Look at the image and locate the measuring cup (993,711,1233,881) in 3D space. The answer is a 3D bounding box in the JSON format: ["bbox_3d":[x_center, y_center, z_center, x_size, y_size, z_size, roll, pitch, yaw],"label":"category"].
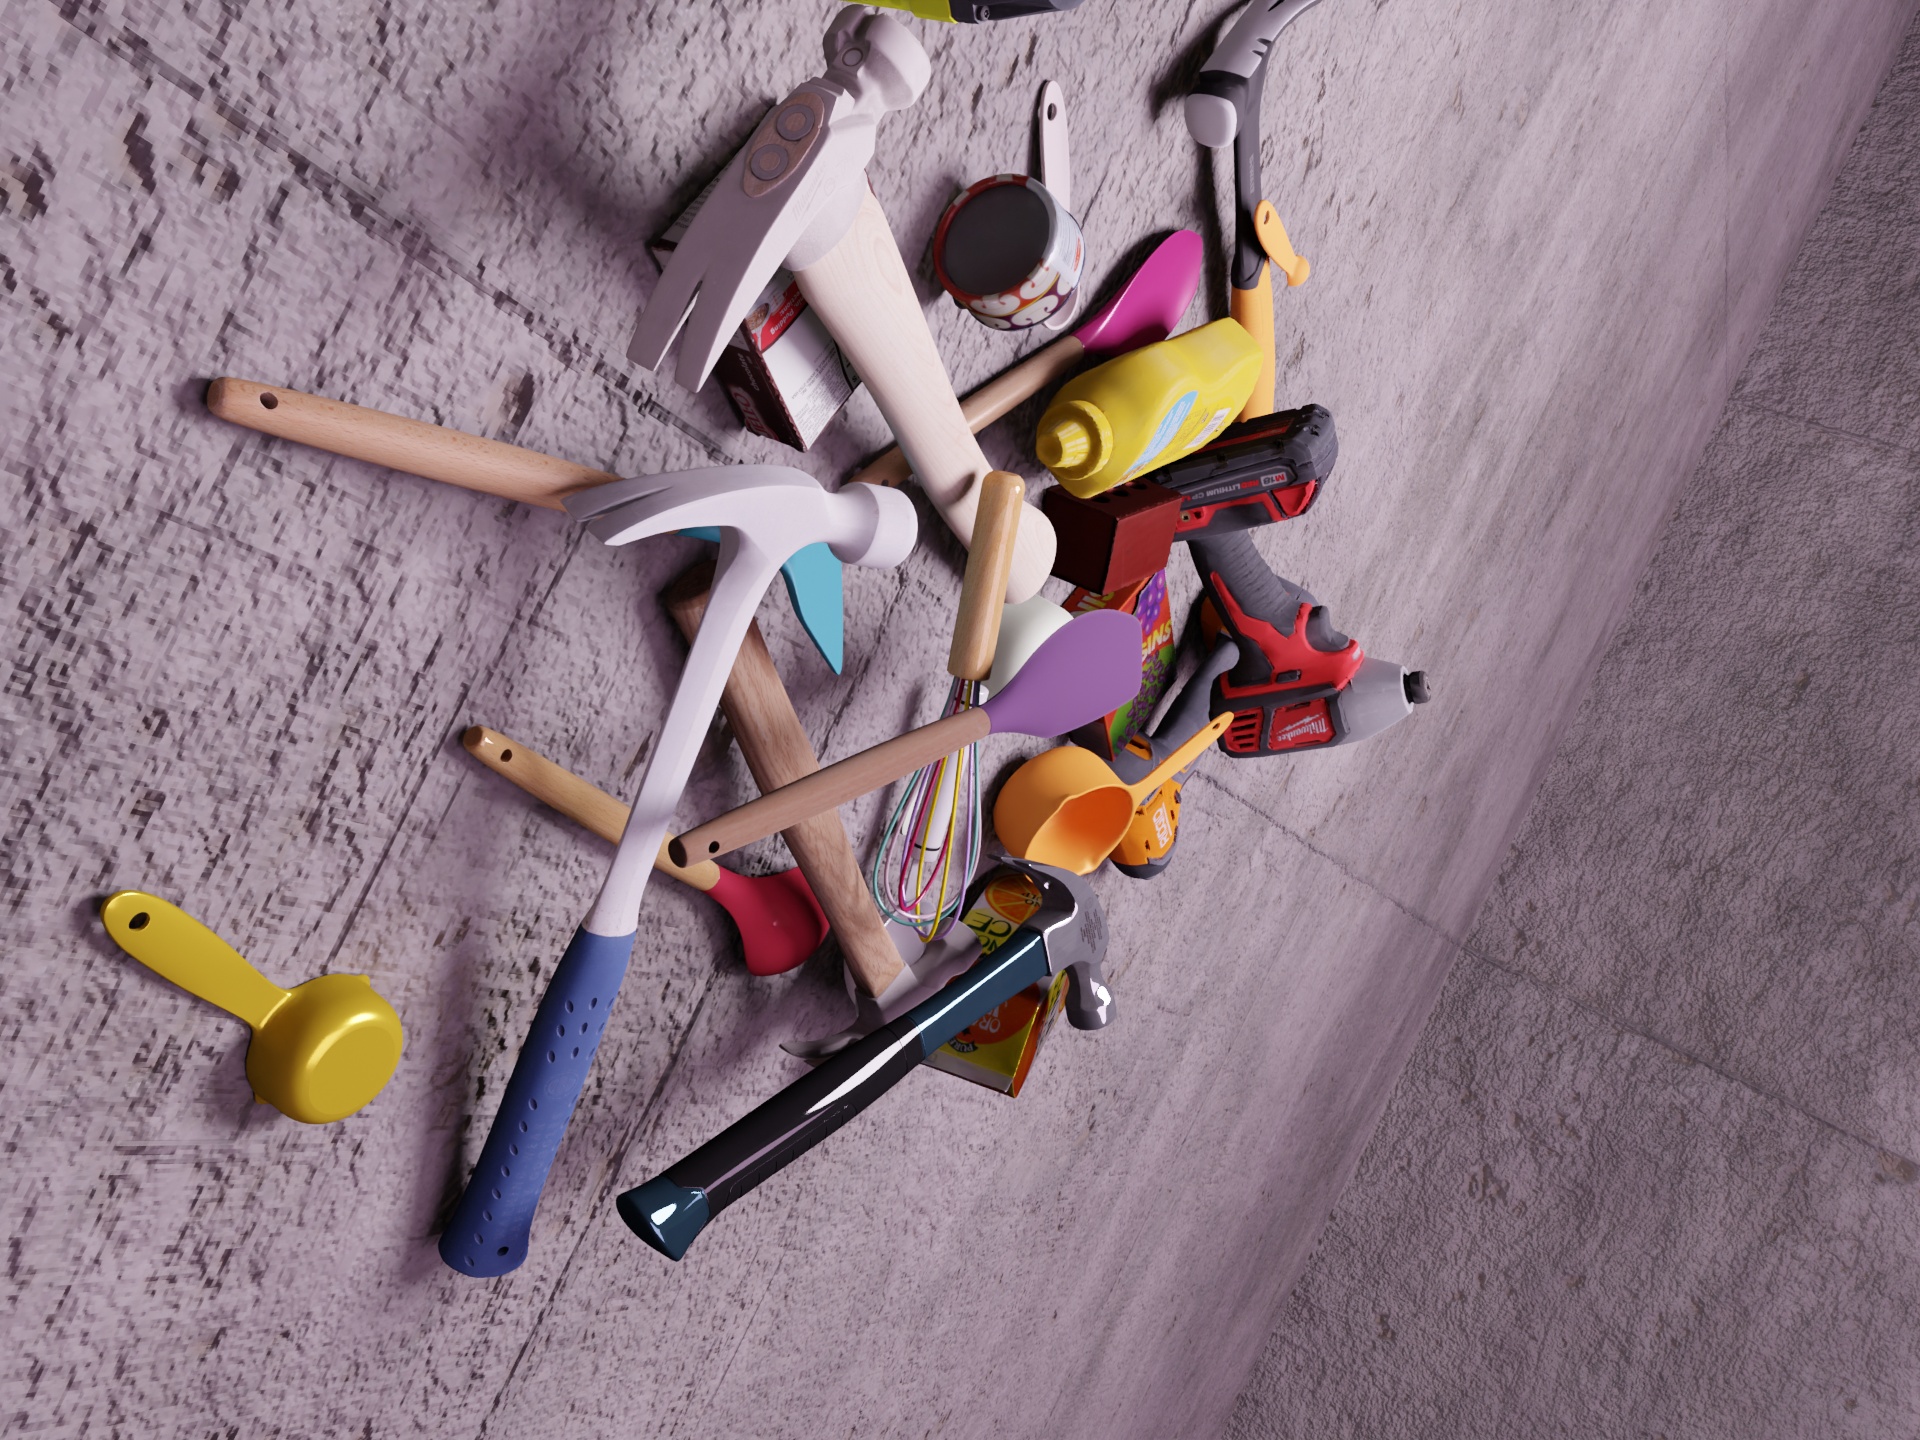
[{"bbox_3d":[0.098,0.034,1.043,0.173,0.052,0.095,-37,144,-8],"label":"measuring cup"}]

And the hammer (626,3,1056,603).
[{"bbox_3d":[-0.020,-0.127,0.722,0.146,0.038,0.410,-58,160,-6],"label":"hammer"}]

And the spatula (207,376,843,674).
[{"bbox_3d":[-0.138,-0.080,0.615,0.317,0.044,0.082,10,74,-51],"label":"spatula"}]

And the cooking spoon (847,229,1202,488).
[{"bbox_3d":[0.046,-0.192,0.860,0.319,0.017,0.068,-41,146,-37],"label":"cooking spoon"}]

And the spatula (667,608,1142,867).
[{"bbox_3d":[-0.008,0.006,0.734,0.316,0.018,0.059,-24,119,-44],"label":"spatula"}]

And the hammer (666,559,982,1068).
[{"bbox_3d":[-0.074,0.060,0.796,0.130,0.031,0.331,-48,138,-30],"label":"hammer"}]

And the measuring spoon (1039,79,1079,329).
[{"bbox_3d":[0.044,-0.261,0.811,0.034,0.018,0.124,-35,133,-39],"label":"measuring spoon"}]

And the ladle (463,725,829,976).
[{"bbox_3d":[-0.135,0.065,0.762,0.069,0.031,0.315,-61,150,-10],"label":"ladle"}]

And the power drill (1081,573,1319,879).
[{"bbox_3d":[0.176,0.013,1.179,0.226,0.084,0.164,-49,148,-18],"label":"power drill"}]

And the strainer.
[{"bbox_3d":[-0.025,0.081,0.926,0.087,0.050,0.258,-11,122,-59],"label":"strainer"}]

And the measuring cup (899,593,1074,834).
[{"bbox_3d":[0.019,0.002,0.948,0.167,0.038,0.083,-59,151,-10],"label":"measuring cup"}]

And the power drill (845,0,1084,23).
[{"bbox_3d":[0.036,-0.328,0.581,0.223,0.171,0.080,-51,148,-29],"label":"power drill"}]

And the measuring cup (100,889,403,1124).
[{"bbox_3d":[-0.257,0.105,0.584,0.062,0.029,0.156,-53,151,-20],"label":"measuring cup"}]

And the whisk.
[{"bbox_3d":[-0.002,-0.003,0.792,0.047,0.051,0.245,-40,142,-69],"label":"whisk"}]

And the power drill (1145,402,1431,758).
[{"bbox_3d":[0.212,-0.082,1.024,0.078,0.143,0.219,-51,127,-54],"label":"power drill"}]

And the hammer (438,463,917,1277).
[{"bbox_3d":[-0.151,0.077,0.671,0.144,0.035,0.405,2,120,-45],"label":"hammer"}]

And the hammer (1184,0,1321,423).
[{"bbox_3d":[0.184,-0.276,0.996,0.127,0.034,0.336,-57,154,-28],"label":"hammer"}]

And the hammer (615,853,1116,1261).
[{"bbox_3d":[-0.035,0.174,0.827,0.331,0.033,0.128,-28,116,-39],"label":"hammer"}]

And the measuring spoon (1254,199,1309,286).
[{"bbox_3d":[0.193,-0.285,0.951,0.116,0.011,0.021,11,98,-66],"label":"measuring spoon"}]
